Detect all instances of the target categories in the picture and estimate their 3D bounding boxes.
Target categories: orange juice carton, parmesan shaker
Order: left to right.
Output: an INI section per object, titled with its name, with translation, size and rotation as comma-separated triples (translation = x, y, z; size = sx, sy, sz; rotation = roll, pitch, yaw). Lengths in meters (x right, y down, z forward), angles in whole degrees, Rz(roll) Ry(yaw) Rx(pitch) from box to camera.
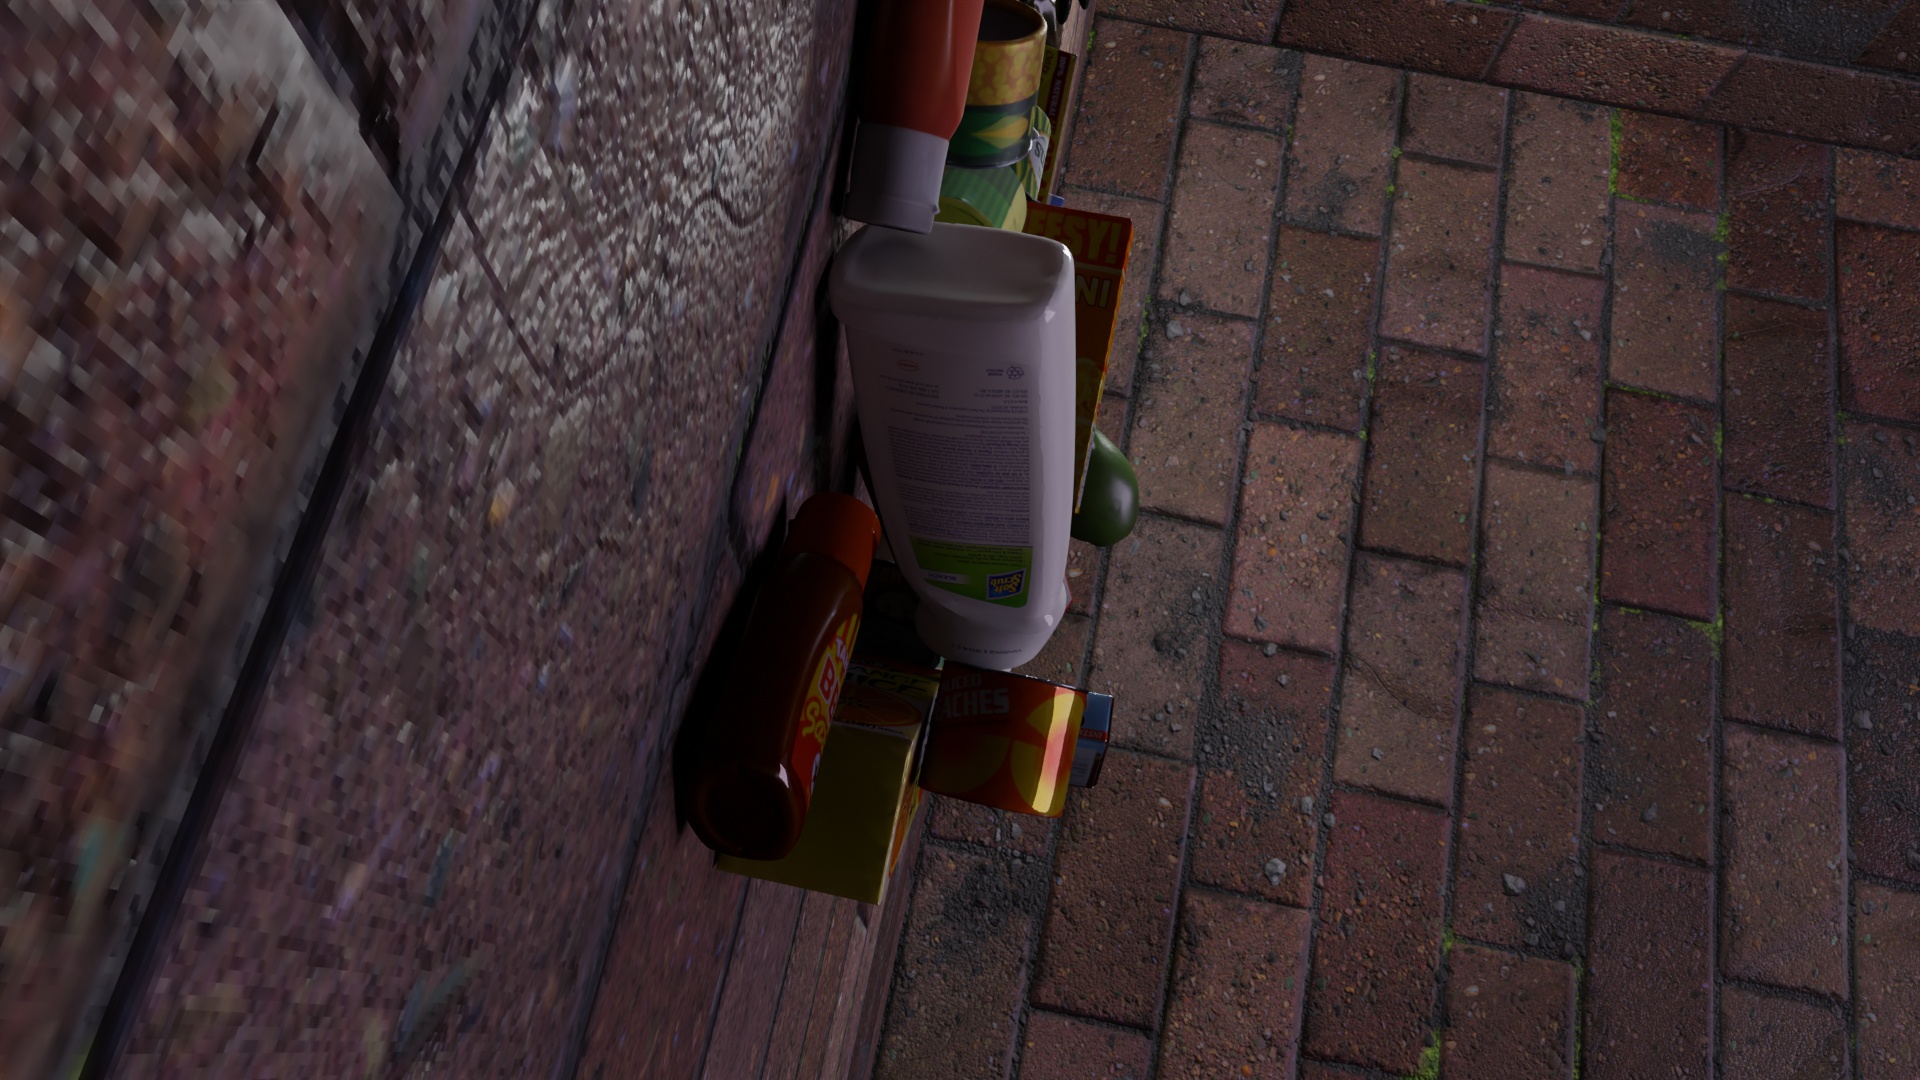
[orange juice carton]
translation = -0.053, 0.098, 0.658
size = 0.193, 0.072, 0.073
rotation = -52, 153, -83
[parmesan shaker]
translation = -0.006, -0.151, 0.694
size = 0.103, 0.071, 0.071
rotation = -75, 175, -61

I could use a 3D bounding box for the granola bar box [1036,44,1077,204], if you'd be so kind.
[granola bar box]
translation = 0.025, -0.229, 0.928
size = 0.124, 0.039, 0.166
rotation = 144, -40, -69

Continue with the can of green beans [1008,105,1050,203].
[can of green beans]
translation = 0.017, -0.226, 0.826
size = 0.071, 0.071, 0.058
rotation = 91, 11, -74

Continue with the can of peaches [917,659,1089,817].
[can of peaches]
translation = 0.017, 0.087, 0.612
size = 0.071, 0.071, 0.058
rotation = 76, 27, -83

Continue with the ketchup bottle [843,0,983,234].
[ketchup bottle]
translation = -0.015, -0.197, 0.544
size = 0.065, 0.043, 0.148
rotation = -56, 157, -80

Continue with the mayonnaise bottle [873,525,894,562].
[mayonnaise bottle]
translation = -0.042, 0.026, 0.905
size = 0.065, 0.041, 0.148
rotation = -57, 157, -86

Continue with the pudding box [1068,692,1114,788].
[pudding box]
translation = 0.031, 0.093, 0.688
size = 0.049, 0.084, 0.030
rotation = 96, 4, -54

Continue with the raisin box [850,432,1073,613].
[raisin box]
translation = 0.003, -0.009, 0.737
size = 0.040, 0.086, 0.123
rotation = -50, 133, -39

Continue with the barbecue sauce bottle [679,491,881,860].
[barbecue sauce bottle]
translation = -0.063, 0.043, 0.526
size = 0.149, 0.044, 0.064
rotation = -76, 175, -46

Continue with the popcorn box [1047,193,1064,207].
[popcorn box]
translation = 0.033, -0.219, 1.049
size = 0.127, 0.038, 0.085
rotation = -144, -113, -73

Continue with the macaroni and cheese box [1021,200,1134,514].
[macaroni and cheese box]
translation = 0.022, -0.107, 0.790
size = 0.040, 0.124, 0.166
rotation = 1, 100, -83

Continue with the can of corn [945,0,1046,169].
[can of corn]
translation = 0.006, -0.210, 0.631
size = 0.071, 0.071, 0.058
rotation = -75, 175, -50

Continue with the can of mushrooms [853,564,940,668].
[can of mushrooms]
translation = -0.041, 0.042, 0.742
size = 0.070, 0.071, 0.033
rotation = 96, 6, -57

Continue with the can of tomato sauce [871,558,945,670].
[can of tomato sauce]
translation = -0.040, 0.059, 0.819
size = 0.071, 0.071, 0.083
rotation = 87, 15, -78
